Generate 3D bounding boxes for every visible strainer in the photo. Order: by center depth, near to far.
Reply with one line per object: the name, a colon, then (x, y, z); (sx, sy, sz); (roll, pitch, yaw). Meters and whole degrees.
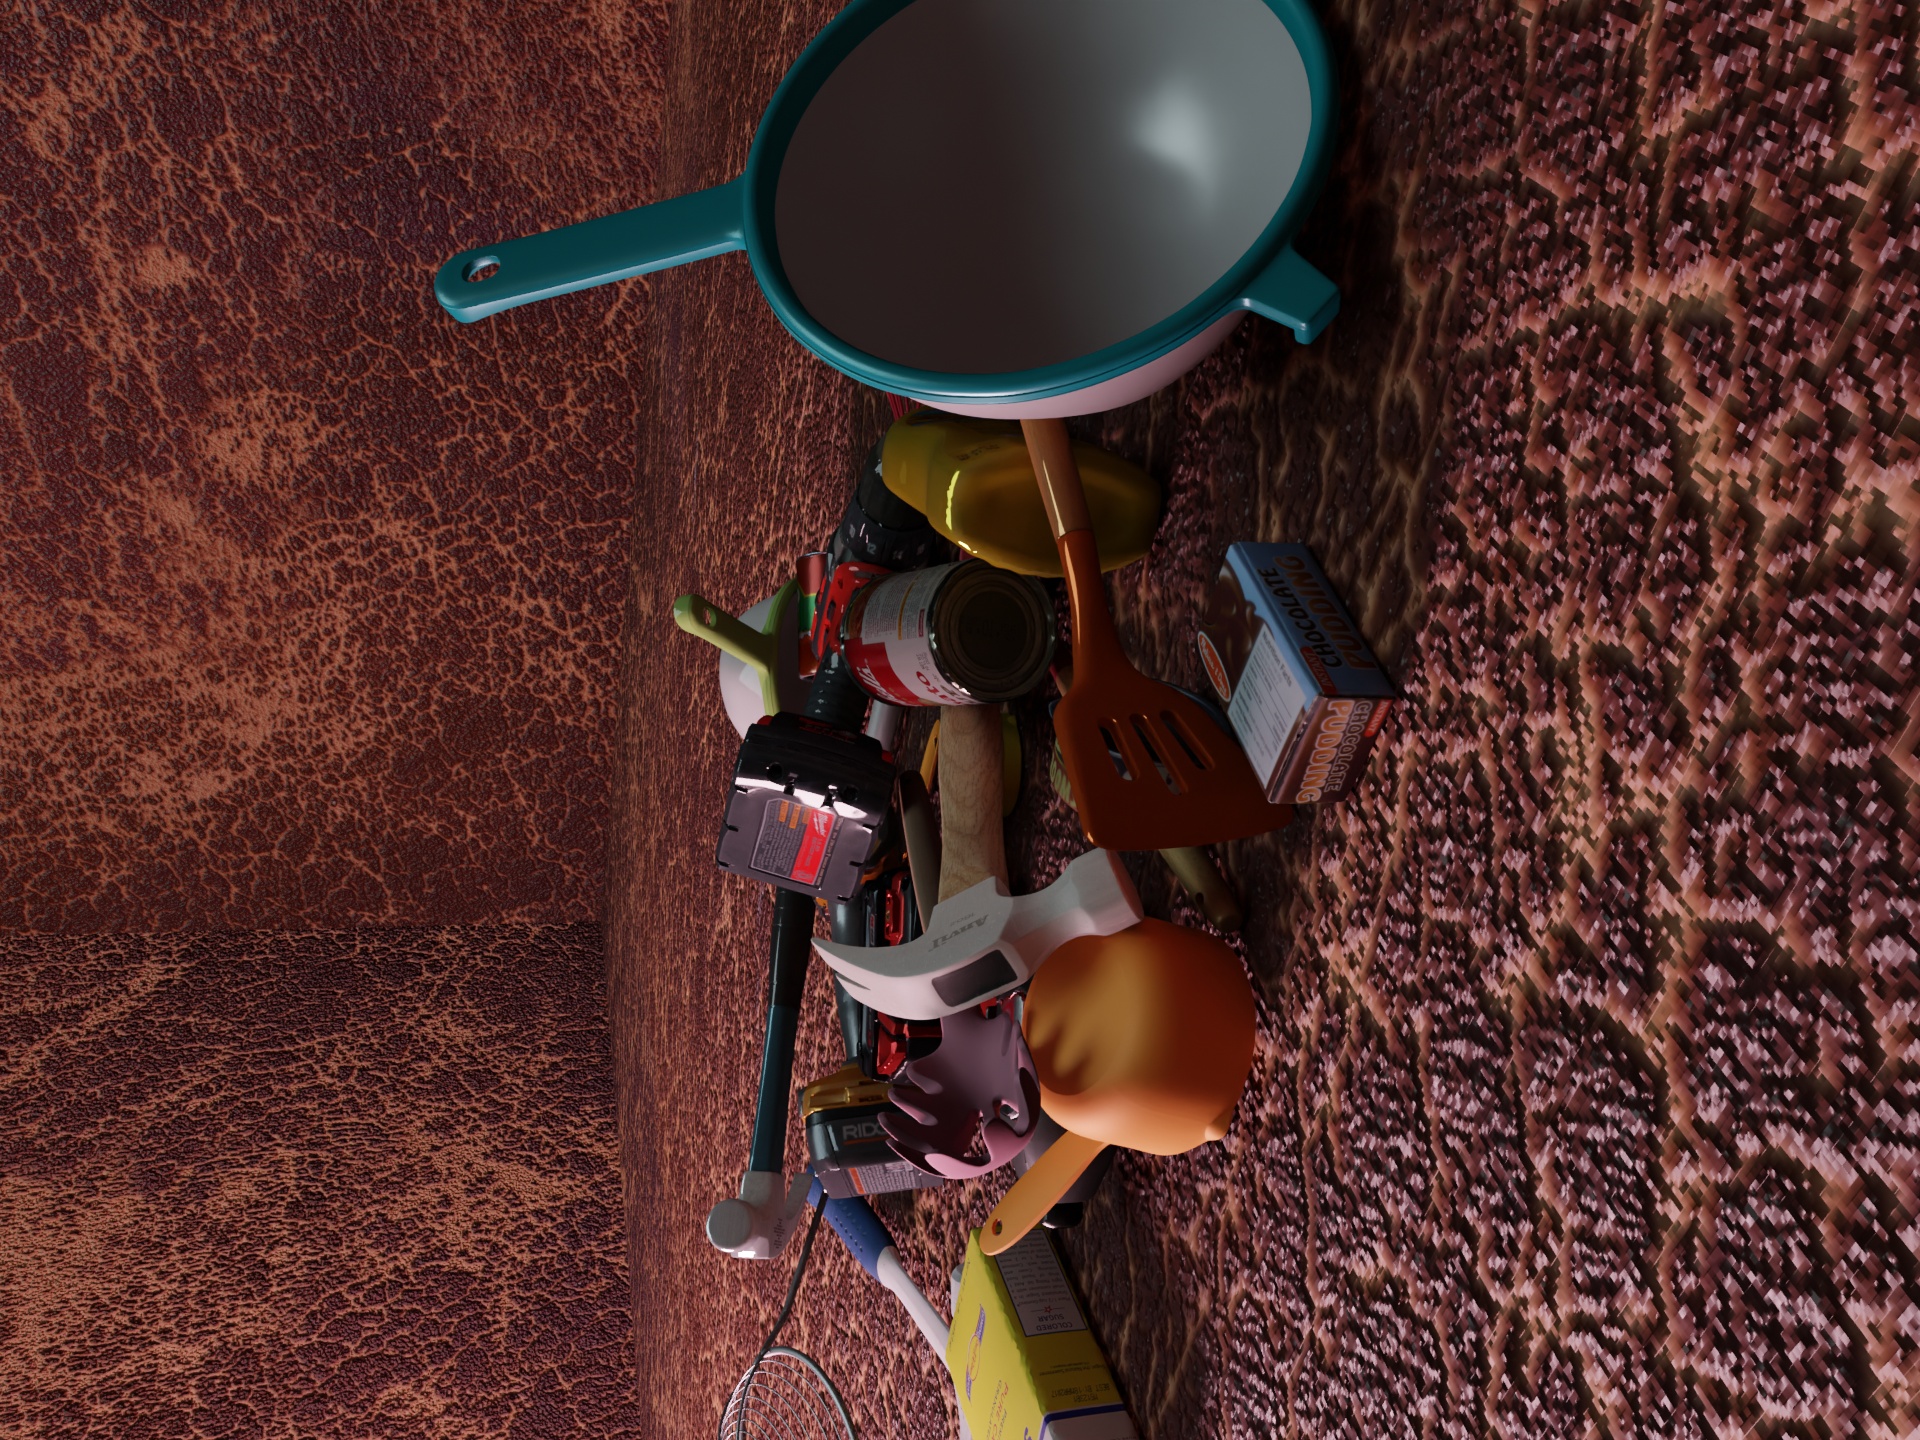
strainer: (-0.027, -0.176, 0.601); (0.095, 0.340, 0.211); (52, -148, -61)
strainer: (-0.061, 0.029, 1.086); (0.087, 0.050, 0.258); (-90, 13, -59)
strainer: (-0.151, -0.039, 1.102); (0.256, 0.069, 0.151); (35, -126, -66)

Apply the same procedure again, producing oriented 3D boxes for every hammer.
hammer: (0.003, 0.030, 0.727); (0.031, 0.130, 0.331); (59, -169, -20)
hammer: (-0.044, 0.358, 1.015); (0.405, 0.035, 0.144); (-178, 89, -73)
hammer: (-0.112, 0.172, 1.020); (0.128, 0.033, 0.331); (71, -159, -66)

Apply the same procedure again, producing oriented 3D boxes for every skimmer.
skimmer: (-0.065, 0.329, 0.955); (0.127, 0.090, 0.364); (-58, 8, 34)

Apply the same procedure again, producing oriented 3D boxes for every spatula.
spatula: (0.042, -0.096, 0.615); (0.041, 0.081, 0.323); (124, 136, -60)

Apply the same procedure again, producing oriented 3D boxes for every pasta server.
pasta server: (-0.010, 0.091, 0.687); (0.040, 0.060, 0.316); (57, -173, -25)

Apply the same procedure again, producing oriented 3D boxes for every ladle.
ladle: (0.057, -0.007, 0.718); (0.316, 0.031, 0.069); (-118, 30, -54)

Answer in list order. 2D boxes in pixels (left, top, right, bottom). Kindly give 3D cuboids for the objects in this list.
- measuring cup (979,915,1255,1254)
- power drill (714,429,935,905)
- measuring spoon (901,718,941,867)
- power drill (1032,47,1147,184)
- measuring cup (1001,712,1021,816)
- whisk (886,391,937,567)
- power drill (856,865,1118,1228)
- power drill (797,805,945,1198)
measuring cup: (0.040, 0.148, 0.618); (0.173, 0.052, 0.095); (-54, 35, 21)
power drill: (-0.060, -0.036, 0.869); (0.187, 0.080, 0.227); (112, 173, -51)
measuring spoon: (-0.021, 0.051, 1.005); (0.021, 0.011, 0.116); (-115, 34, -59)
power drill: (0.022, -0.260, 0.756); (0.227, 0.084, 0.164); (-116, 31, -49)
measuring cup: (-0.001, -0.003, 0.900); (0.157, 0.029, 0.062); (-116, 32, -53)
whisk: (-0.028, -0.184, 0.959); (0.073, 0.073, 0.295); (-132, 39, -66)
power drill: (0.018, 0.145, 0.764); (0.220, 0.078, 0.143); (-175, 86, -70)
power drill: (-0.057, 0.168, 0.968); (0.185, 0.084, 0.226); (89, 174, -65)
